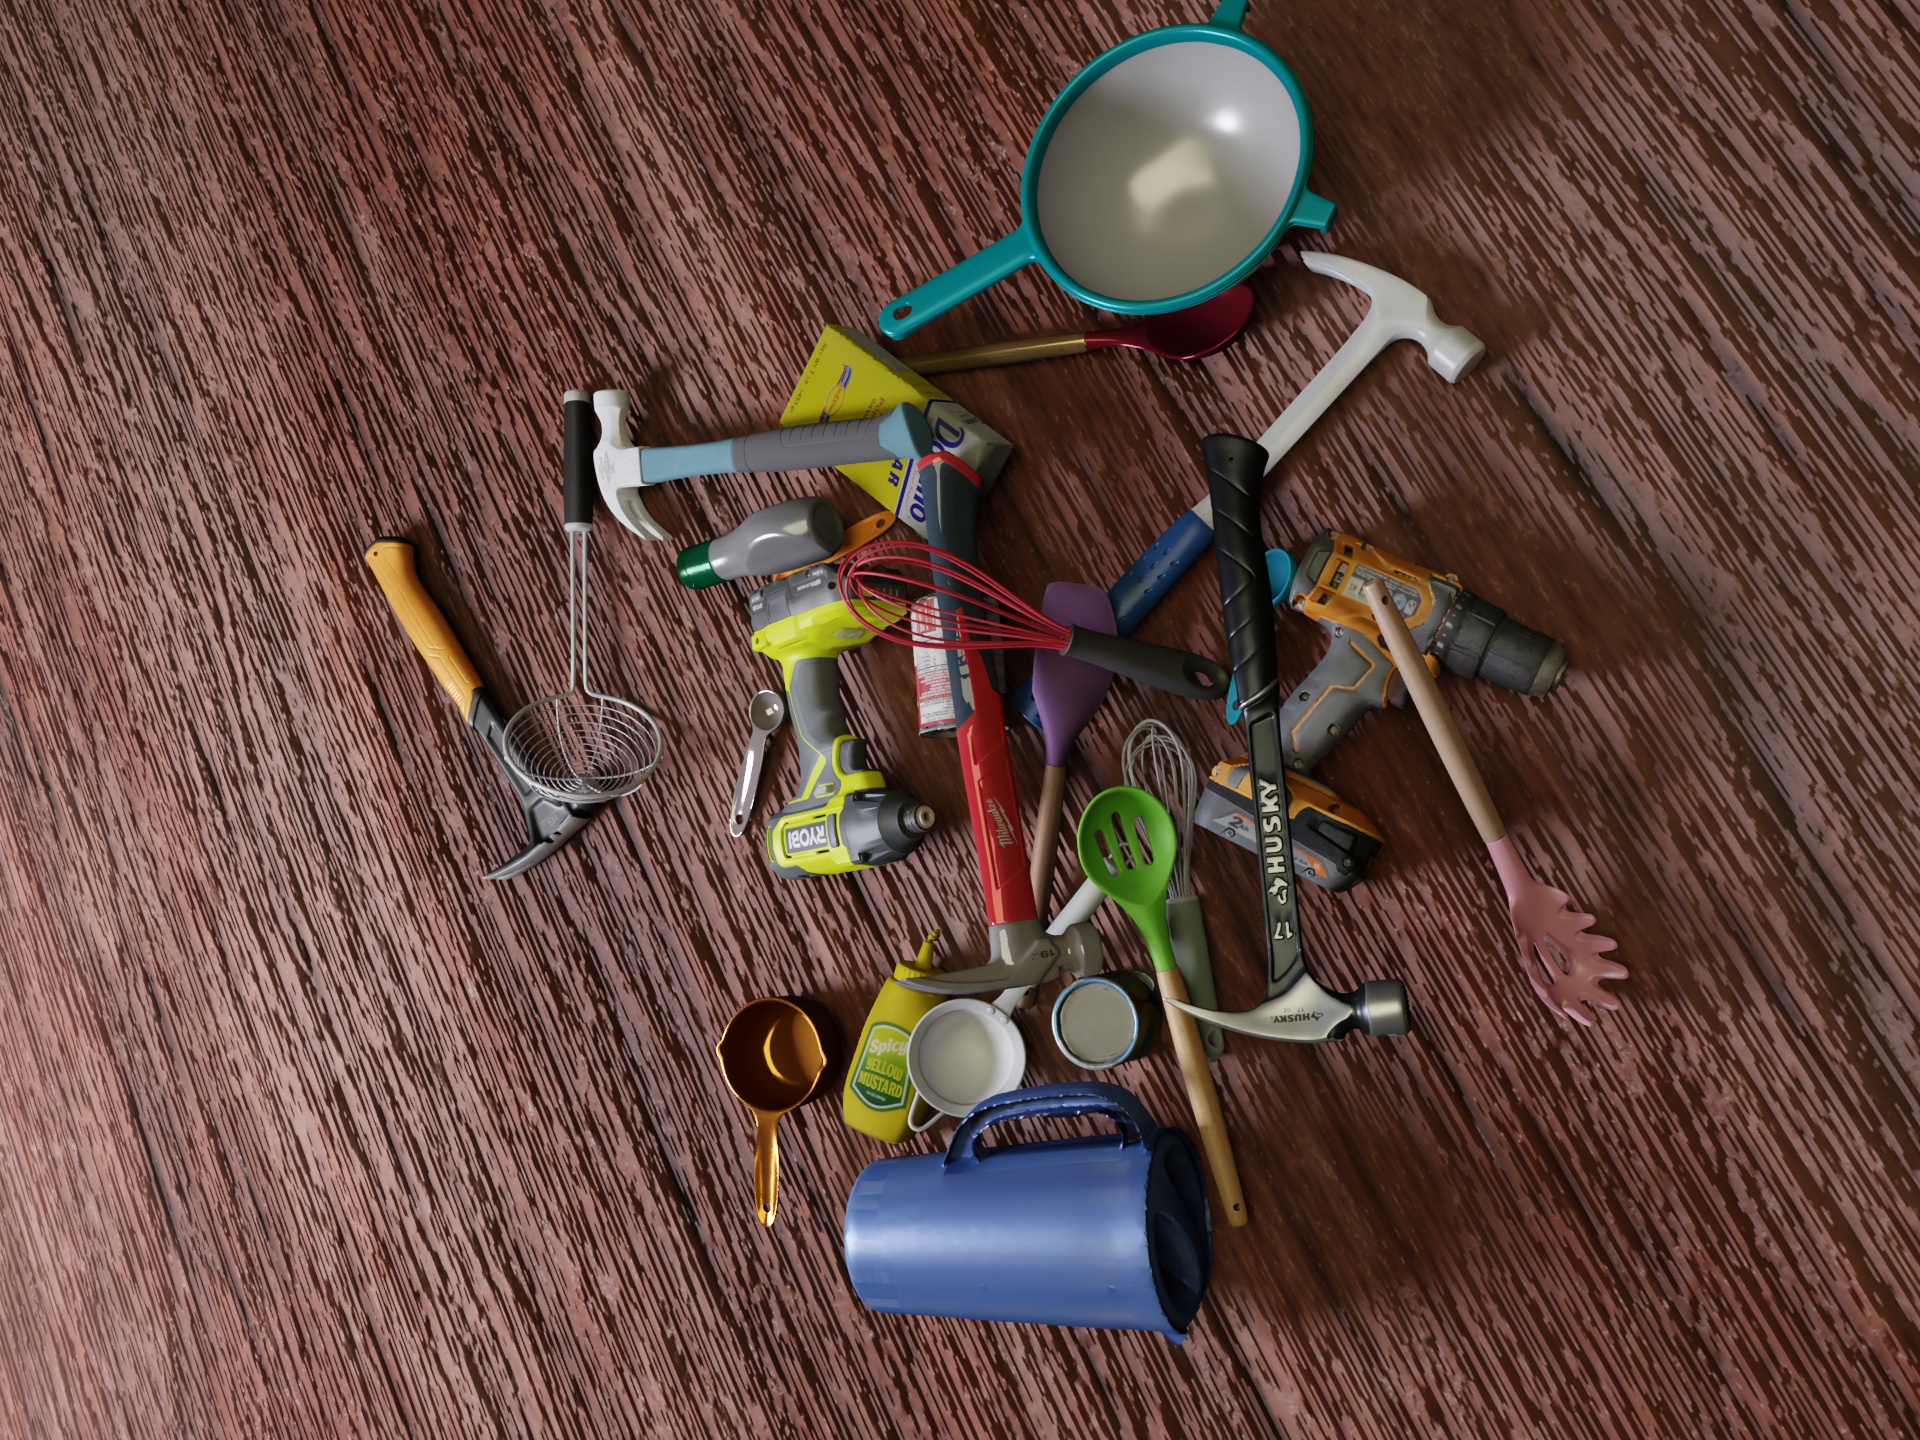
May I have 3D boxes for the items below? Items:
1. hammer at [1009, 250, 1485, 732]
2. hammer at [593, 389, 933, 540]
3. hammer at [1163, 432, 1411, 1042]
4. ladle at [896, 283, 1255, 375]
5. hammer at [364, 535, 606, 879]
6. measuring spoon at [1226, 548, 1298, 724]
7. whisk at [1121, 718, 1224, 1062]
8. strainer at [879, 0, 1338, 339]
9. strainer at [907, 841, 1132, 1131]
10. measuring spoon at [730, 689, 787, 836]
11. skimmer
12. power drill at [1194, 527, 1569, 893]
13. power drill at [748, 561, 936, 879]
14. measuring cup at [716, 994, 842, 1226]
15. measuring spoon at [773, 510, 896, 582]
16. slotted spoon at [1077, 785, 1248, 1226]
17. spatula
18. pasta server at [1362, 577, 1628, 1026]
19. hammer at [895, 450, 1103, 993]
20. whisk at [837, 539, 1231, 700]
[{"bbox_3d":[0.179,-0.156,1.145,0.405,0.035,0.144,-48,71,12],"label":"hammer"},{"bbox_3d":[-0.164,-0.213,1.258,0.331,0.033,0.128,0,96,33],"label":"hammer"},{"bbox_3d":[0.192,0.004,1.039,0.149,0.036,0.409,-8,75,17],"label":"hammer"},{"bbox_3d":[0.071,-0.283,1.204,0.315,0.031,0.069,-2,56,25],"label":"ladle"},{"bbox_3d":[-0.437,-0.024,1.389,0.127,0.034,0.337,-40,72,14],"label":"hammer"},{"bbox_3d":[0.214,-0.057,1.126,0.042,0.021,0.128,16,91,59],"label":"measuring spoon"},{"bbox_3d":[0.155,0.120,1.131,0.059,0.057,0.246,-17,80,55],"label":"whisk"},{"bbox_3d":[0.102,-0.354,1.164,0.340,0.095,0.211,-24,73,21],"label":"strainer"},{"bbox_3d":[0.045,0.190,1.149,0.087,0.050,0.258,37,98,0],"label":"strainer"},{"bbox_3d":[-0.164,0.035,1.285,0.034,0.018,0.124,21,100,29],"label":"measuring spoon"},{"bbox_3d":[-0.313,-0.109,1.315,0.127,0.090,0.363,0,80,-16],"label":"skimmer"},{"bbox_3d":[0.280,0.004,1.070,0.185,0.084,0.226,27,91,20],"label":"power drill"},{"bbox_3d":[-0.087,0.001,1.196,0.171,0.080,0.223,-15,78,48],"label":"power drill"},{"bbox_3d":[-0.136,0.298,1.229,0.095,0.052,0.173,1,88,22],"label":"measuring cup"},{"bbox_3d":[-0.099,-0.135,1.274,0.117,0.011,0.021,-29,61,14],"label":"measuring spoon"},{"bbox_3d":[0.148,0.197,1.098,0.070,0.031,0.314,-16,89,-6],"label":"slotted spoon"},{"bbox_3d":[0.069,0.058,1.159,0.060,0.018,0.316,9,97,7],"label":"spatula"},{"bbox_3d":[0.333,0.051,1.008,0.060,0.040,0.316,-30,98,-13],"label":"pasta server"},{"bbox_3d":[-0.002,-0.004,1.121,0.143,0.038,0.386,-6,78,-15],"label":"hammer"},{"bbox_3d":[0.056,-0.062,1.102,0.295,0.073,0.073,15,92,-15],"label":"whisk"}]
